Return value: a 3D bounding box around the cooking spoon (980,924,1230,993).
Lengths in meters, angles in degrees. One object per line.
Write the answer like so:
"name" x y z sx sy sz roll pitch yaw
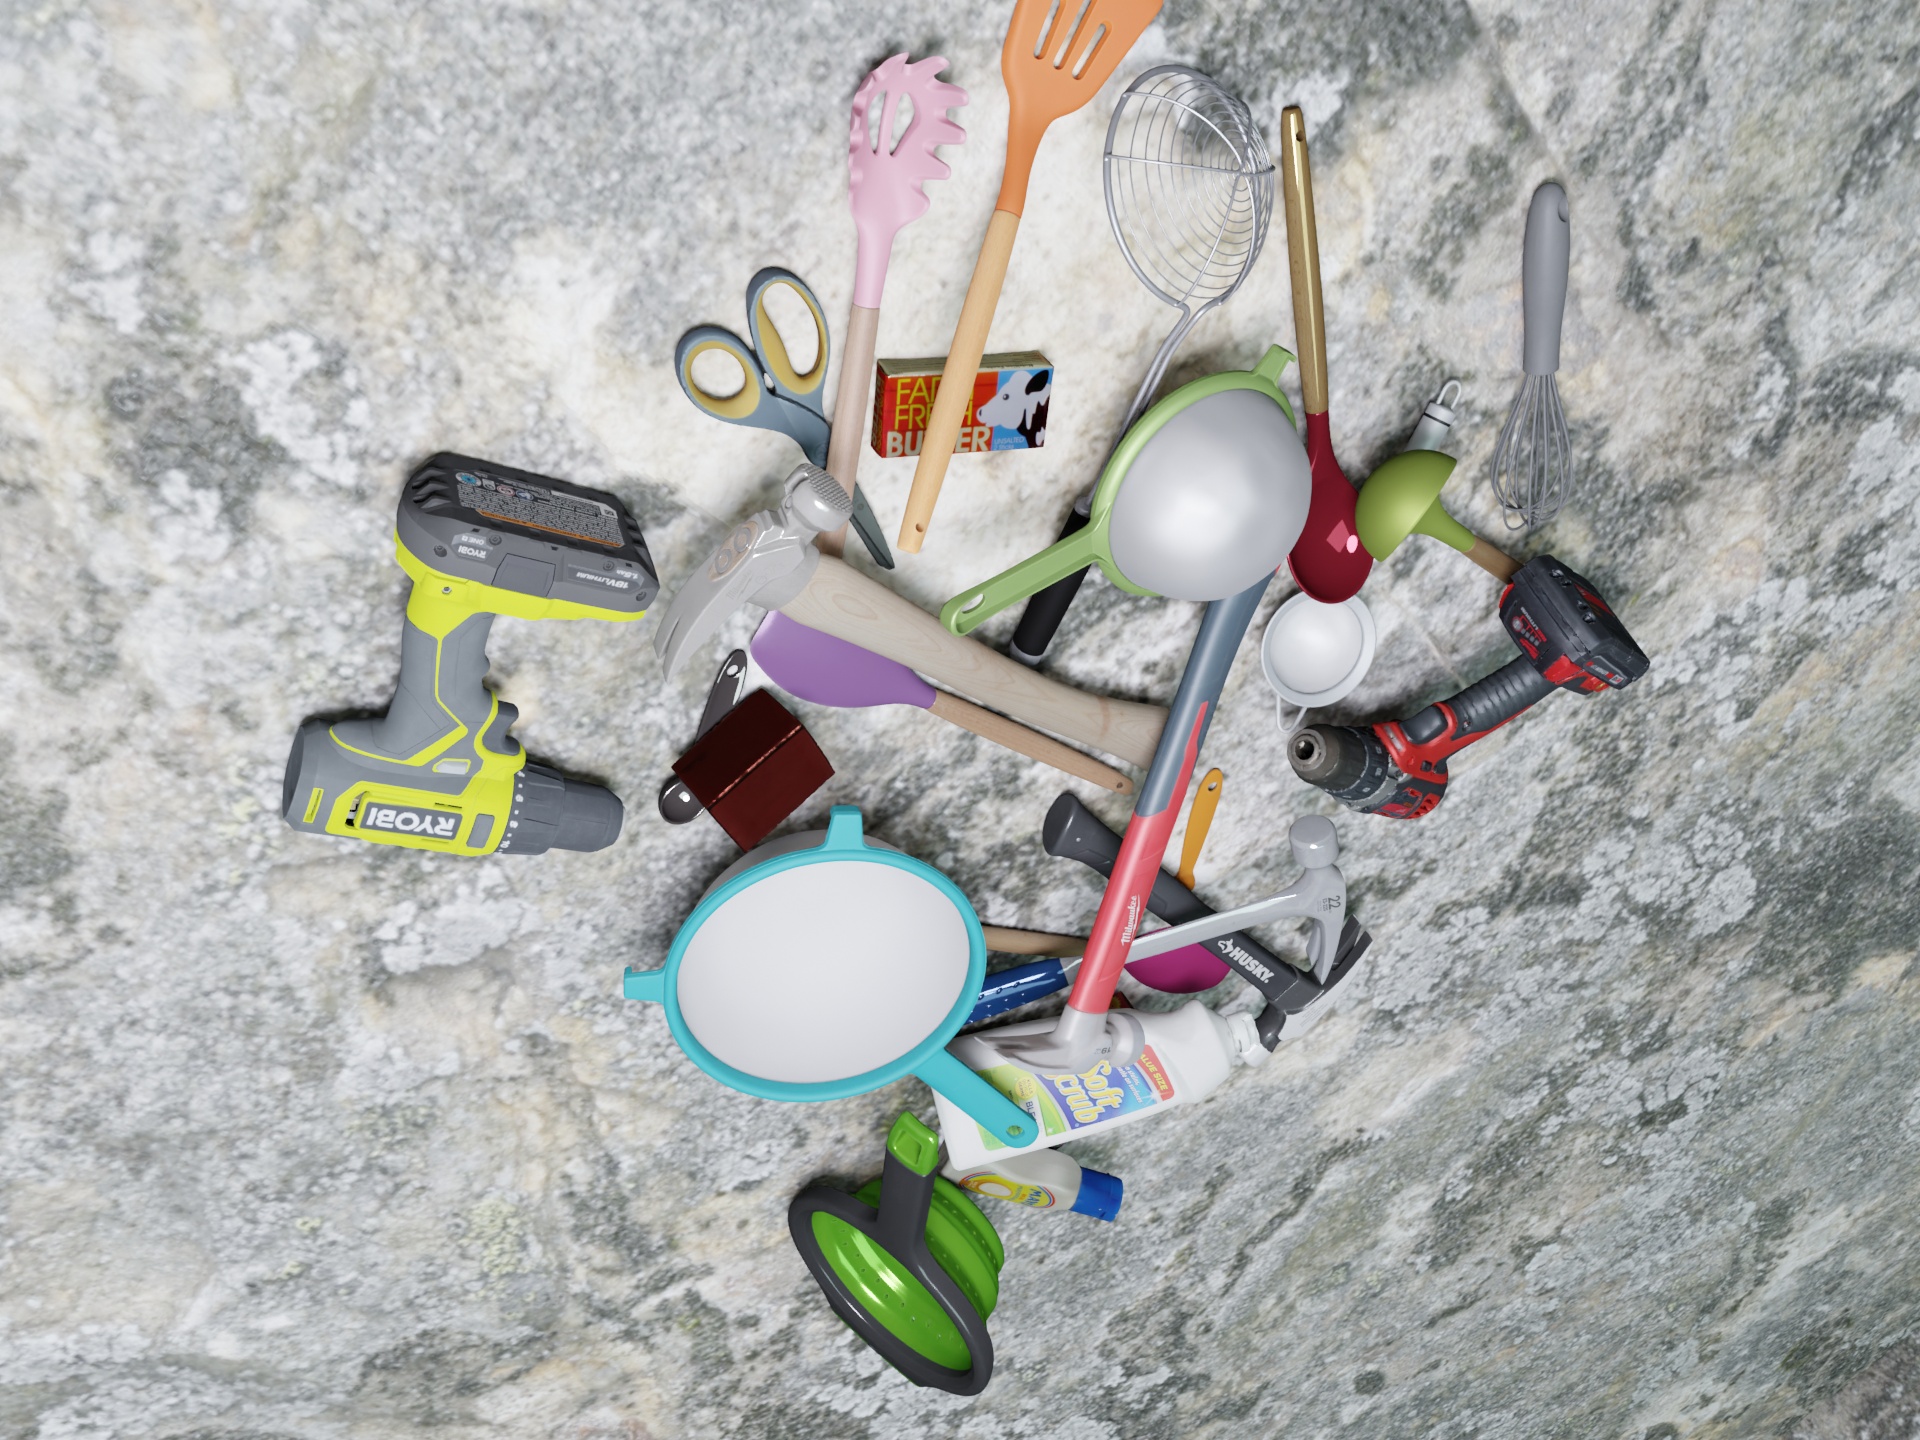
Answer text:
"cooking spoon" 0.089 0.175 1.216 0.318 0.017 0.068 12 117 -31

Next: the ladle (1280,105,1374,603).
"ladle" 0.216 -0.214 0.976 0.069 0.031 0.315 -25 124 -17

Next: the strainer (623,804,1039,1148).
"strainer" -0.057 0.185 1.096 0.211 0.095 0.340 -38 124 10

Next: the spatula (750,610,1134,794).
"spatula" -0.002 -0.003 1.048 0.315 0.018 0.059 23 105 -33

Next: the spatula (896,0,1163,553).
"spatula" 0.022 -0.243 0.836 0.081 0.041 0.322 15 94 -31

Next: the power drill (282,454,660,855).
"power drill" -0.255 -0.018 0.890 0.190 0.080 0.228 12 120 -30

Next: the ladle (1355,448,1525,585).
"ladle" 0.365 -0.108 1.086 0.320 0.062 0.078 18 113 -44

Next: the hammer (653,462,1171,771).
"hammer" 0.005 -0.025 0.988 0.146 0.038 0.410 -43 139 23

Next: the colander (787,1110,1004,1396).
"colander" -0.025 0.374 1.203 0.094 0.205 0.396 -41 155 -33

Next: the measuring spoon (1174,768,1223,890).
"measuring spoon" 0.180 0.086 1.197 0.021 0.011 0.116 -4 125 -22

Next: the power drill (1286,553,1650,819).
"power drill" 0.345 -0.013 1.114 0.226 0.080 0.187 -41 148 26

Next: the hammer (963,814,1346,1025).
"hammer" 0.088 0.186 1.168 0.405 0.035 0.143 -17 127 1

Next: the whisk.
"whisk" 0.376 -0.231 1.039 0.055 0.055 0.238 -18 124 -12

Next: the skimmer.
"skimmer" 0.083 -0.193 0.941 0.127 0.090 0.363 -15 142 -39

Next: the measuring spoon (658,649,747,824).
"measuring spoon" -0.160 0.009 0.993 0.034 0.018 0.124 7 114 -42

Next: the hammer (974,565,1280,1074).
"hammer" 0.123 0.053 1.052 0.143 0.038 0.386 10 101 -45

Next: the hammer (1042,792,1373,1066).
"hammer" 0.182 0.147 1.209 0.146 0.035 0.334 -45 124 12

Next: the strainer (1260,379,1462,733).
"strainer" 0.272 -0.111 1.080 0.086 0.050 0.258 19 109 -20

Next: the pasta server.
"pasta server" -0.053 -0.196 0.862 0.060 0.040 0.316 -2 120 -25

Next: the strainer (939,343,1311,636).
"strainer" 0.111 -0.099 0.916 0.256 0.069 0.151 -29 139 -18
